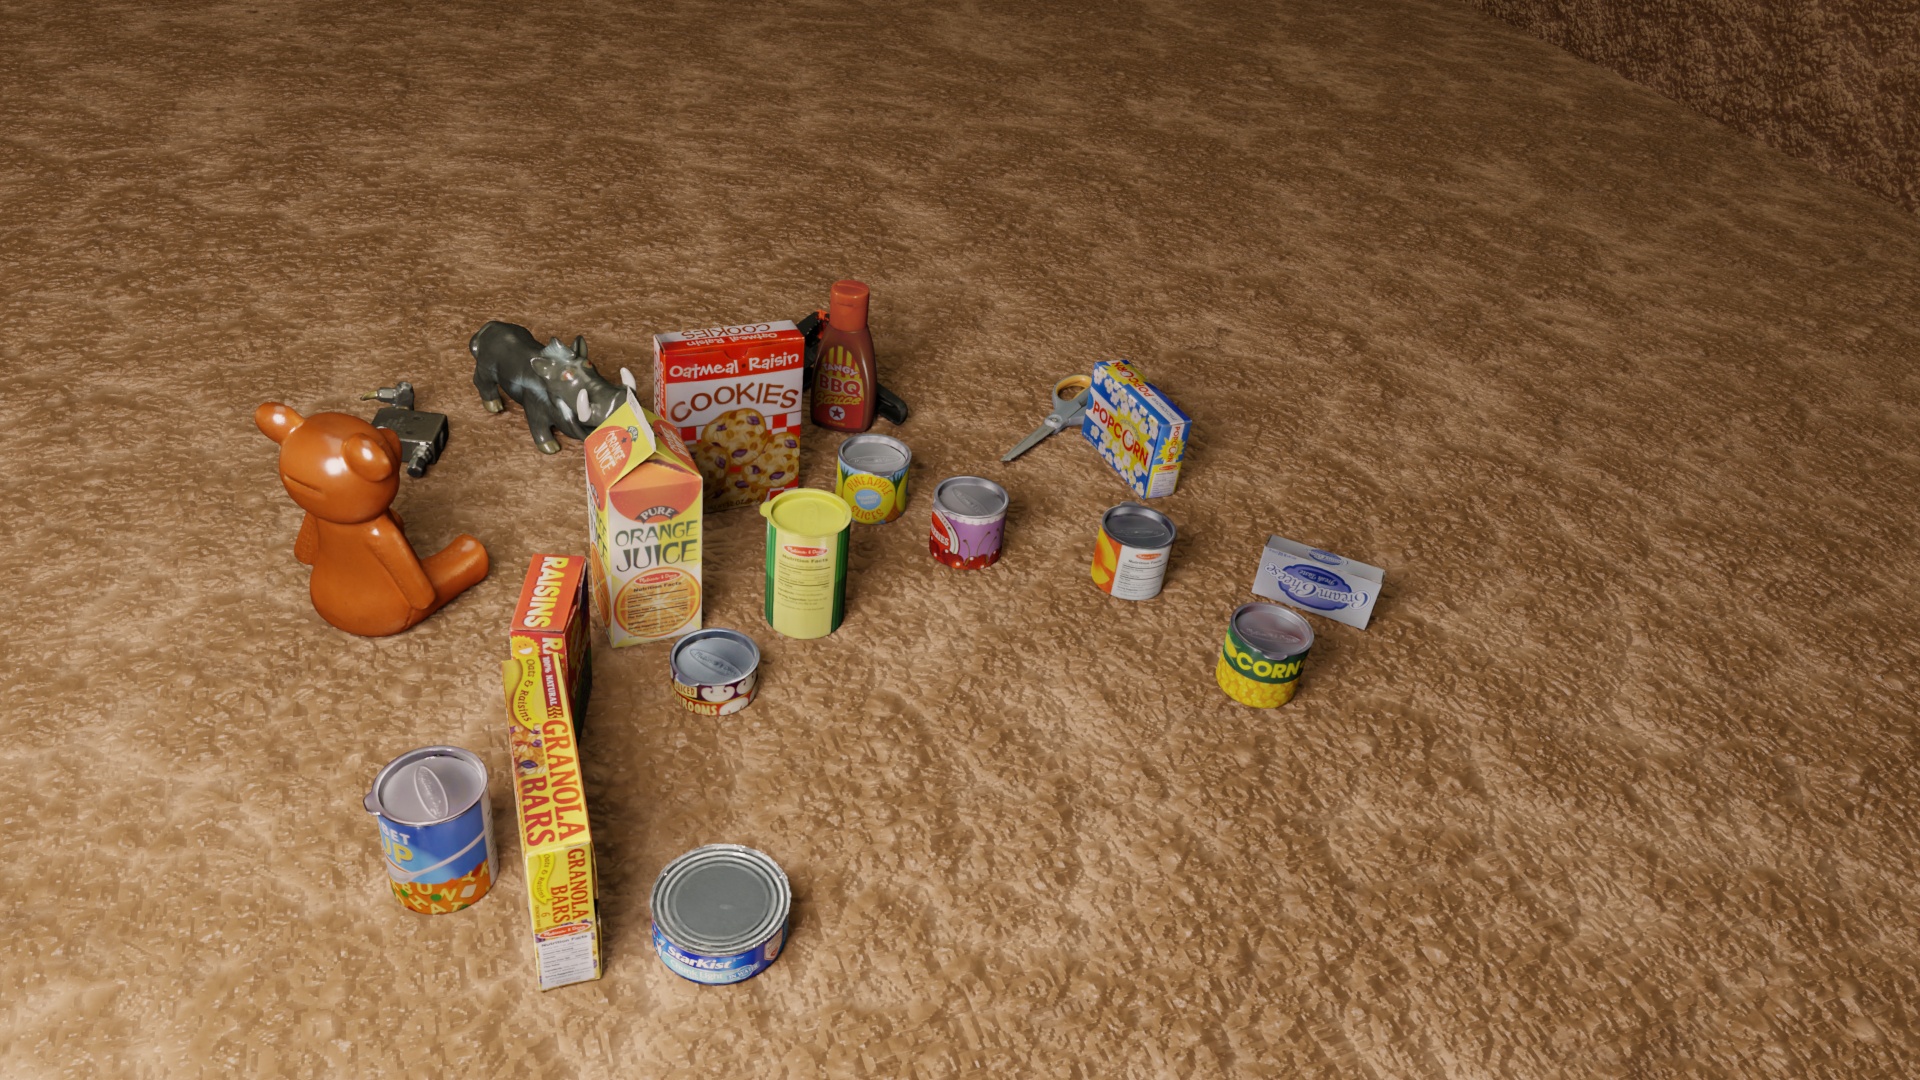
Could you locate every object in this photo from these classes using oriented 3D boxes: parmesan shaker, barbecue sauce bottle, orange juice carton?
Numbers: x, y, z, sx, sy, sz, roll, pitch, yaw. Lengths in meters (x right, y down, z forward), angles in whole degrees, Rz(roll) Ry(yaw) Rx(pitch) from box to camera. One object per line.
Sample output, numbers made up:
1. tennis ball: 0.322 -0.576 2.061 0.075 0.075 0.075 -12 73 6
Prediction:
1. parmesan shaker: -0.125 0.019 1.106 0.071 0.102 0.072 5 35 -4
2. barbecue sauce bottle: -0.111 -0.178 1.344 0.065 0.147 0.044 13 36 8
3. orange juice carton: -0.241 -0.018 1.058 0.073 0.191 0.072 -10 39 -23

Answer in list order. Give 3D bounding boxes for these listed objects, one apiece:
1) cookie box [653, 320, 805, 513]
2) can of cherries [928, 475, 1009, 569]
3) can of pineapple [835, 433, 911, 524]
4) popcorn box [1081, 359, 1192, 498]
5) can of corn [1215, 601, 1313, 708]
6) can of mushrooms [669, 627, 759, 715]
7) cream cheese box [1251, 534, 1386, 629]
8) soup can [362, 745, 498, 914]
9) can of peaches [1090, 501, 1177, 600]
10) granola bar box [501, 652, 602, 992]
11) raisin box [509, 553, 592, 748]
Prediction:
1. cookie box: -0.201 -0.105 1.209 0.123 0.166 0.040 -11 39 -24
2. can of cherries: 0.004 -0.015 1.216 0.071 0.058 0.072 5 35 -4
3. can of pineapple: -0.080 -0.055 1.256 0.071 0.057 0.071 5 35 -4
4. popcorn box: 0.170 -0.110 1.357 0.038 0.084 0.127 -10 39 -24
5. can of corn: 0.242 0.093 1.109 0.071 0.058 0.071 5 35 -4
6. can of mushrooms: -0.186 0.099 1.042 0.071 0.033 0.071 5 35 -4
7. cream cheese box: 0.310 0.036 1.206 0.104 0.053 0.024 19 37 15
8. soup can: -0.326 0.180 0.859 0.071 0.083 0.072 5 35 -4
9. can of peaches: 0.150 0.009 1.210 0.071 0.057 0.071 5 35 -4
10. granola bar box: -0.252 0.169 0.854 0.039 0.123 0.166 -7 38 -19
11. raisin box: -0.284 0.083 0.969 0.040 0.122 0.086 4 35 -6
